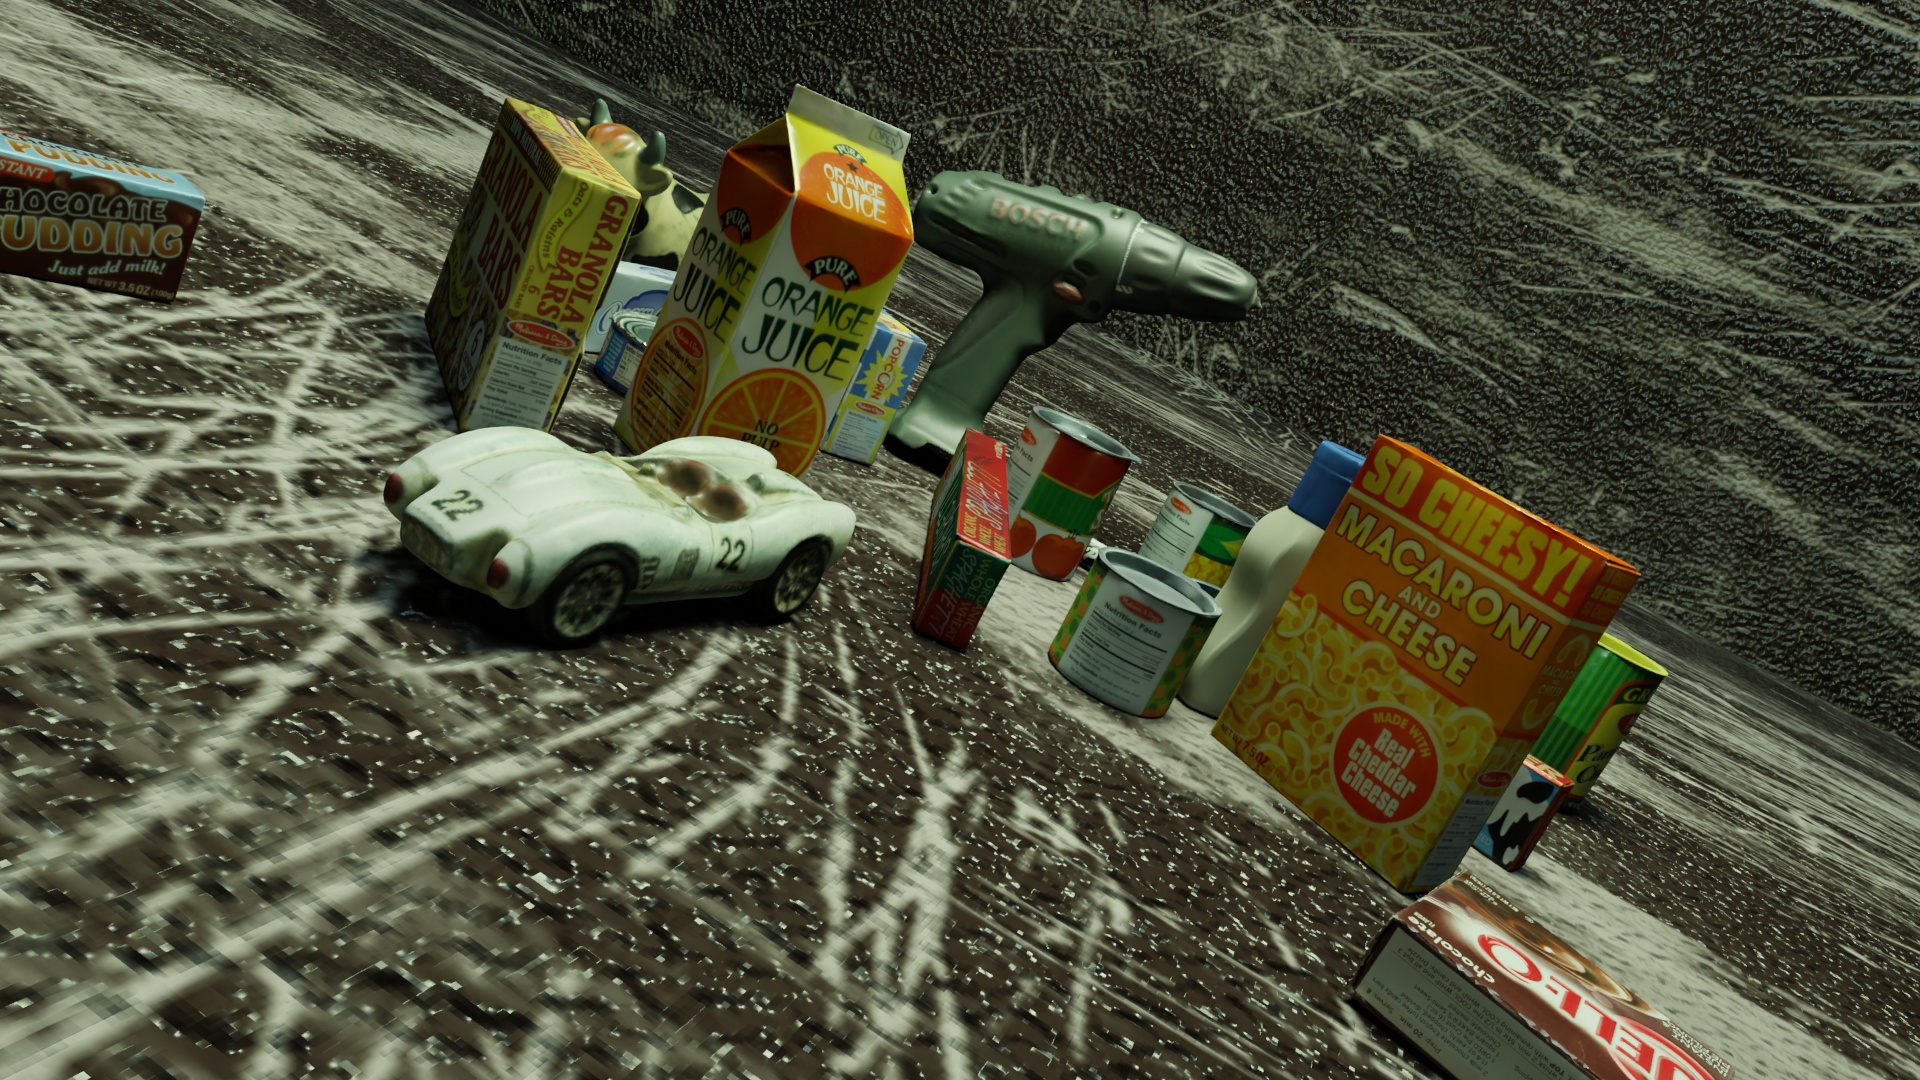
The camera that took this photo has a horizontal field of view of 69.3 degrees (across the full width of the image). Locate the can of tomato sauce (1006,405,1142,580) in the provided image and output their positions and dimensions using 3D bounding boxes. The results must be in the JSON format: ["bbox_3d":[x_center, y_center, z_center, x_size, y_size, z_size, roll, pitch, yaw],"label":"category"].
[{"bbox_3d":[0.056,-0.027,0.818,0.071,0.083,0.071,24,15,-7],"label":"can of tomato sauce"}]

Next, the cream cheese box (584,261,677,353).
[{"bbox_3d":[-0.193,-0.138,0.838,0.024,0.053,0.104,32,16,22],"label":"cream cheese box"}]

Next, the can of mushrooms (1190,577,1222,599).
[{"bbox_3d":[0.146,0.051,0.800,0.071,0.033,0.071,24,15,-7],"label":"can of mushrooms"}]

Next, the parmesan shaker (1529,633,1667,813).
[{"bbox_3d":[0.376,0.108,0.856,0.071,0.102,0.071,25,14,-7],"label":"parmesan shaker"}]

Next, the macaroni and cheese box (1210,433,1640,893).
[{"bbox_3d":[0.203,0.053,0.628,0.040,0.166,0.124,12,20,-43],"label":"macaroni and cheese box"}]

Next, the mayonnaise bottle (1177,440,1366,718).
[{"bbox_3d":[0.164,0.022,0.703,0.065,0.147,0.041,19,16,-26],"label":"mayonnaise bottle"}]

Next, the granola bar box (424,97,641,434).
[{"bbox_3d":[-0.205,-0.130,0.652,0.039,0.124,0.166,17,17,-33],"label":"granola bar box"}]

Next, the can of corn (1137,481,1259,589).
[{"bbox_3d":[0.165,0.001,0.953,0.071,0.058,0.071,24,15,-7],"label":"can of corn"}]

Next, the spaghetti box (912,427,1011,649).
[{"bbox_3d":[0.003,-0.009,0.733,0.029,0.050,0.251,25,15,-6],"label":"spaghetti box"}]

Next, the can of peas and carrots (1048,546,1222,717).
[{"bbox_3d":[0.085,0.044,0.673,0.071,0.058,0.071,24,15,-7],"label":"can of peas and carrots"}]

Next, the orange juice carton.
[{"bbox_3d":[-0.089,-0.117,0.667,0.072,0.192,0.073,13,20,-43],"label":"orange juice carton"}]

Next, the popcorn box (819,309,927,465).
[{"bbox_3d":[-0.078,-0.113,0.882,0.038,0.085,0.127,16,18,-35],"label":"popcorn box"}]

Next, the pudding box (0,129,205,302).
[{"bbox_3d":[-0.352,-0.129,0.549,0.030,0.049,0.084,36,18,33],"label":"pudding box"}]

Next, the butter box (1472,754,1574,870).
[{"bbox_3d":[0.255,0.117,0.717,0.104,0.053,0.024,36,17,33],"label":"butter box"}]
